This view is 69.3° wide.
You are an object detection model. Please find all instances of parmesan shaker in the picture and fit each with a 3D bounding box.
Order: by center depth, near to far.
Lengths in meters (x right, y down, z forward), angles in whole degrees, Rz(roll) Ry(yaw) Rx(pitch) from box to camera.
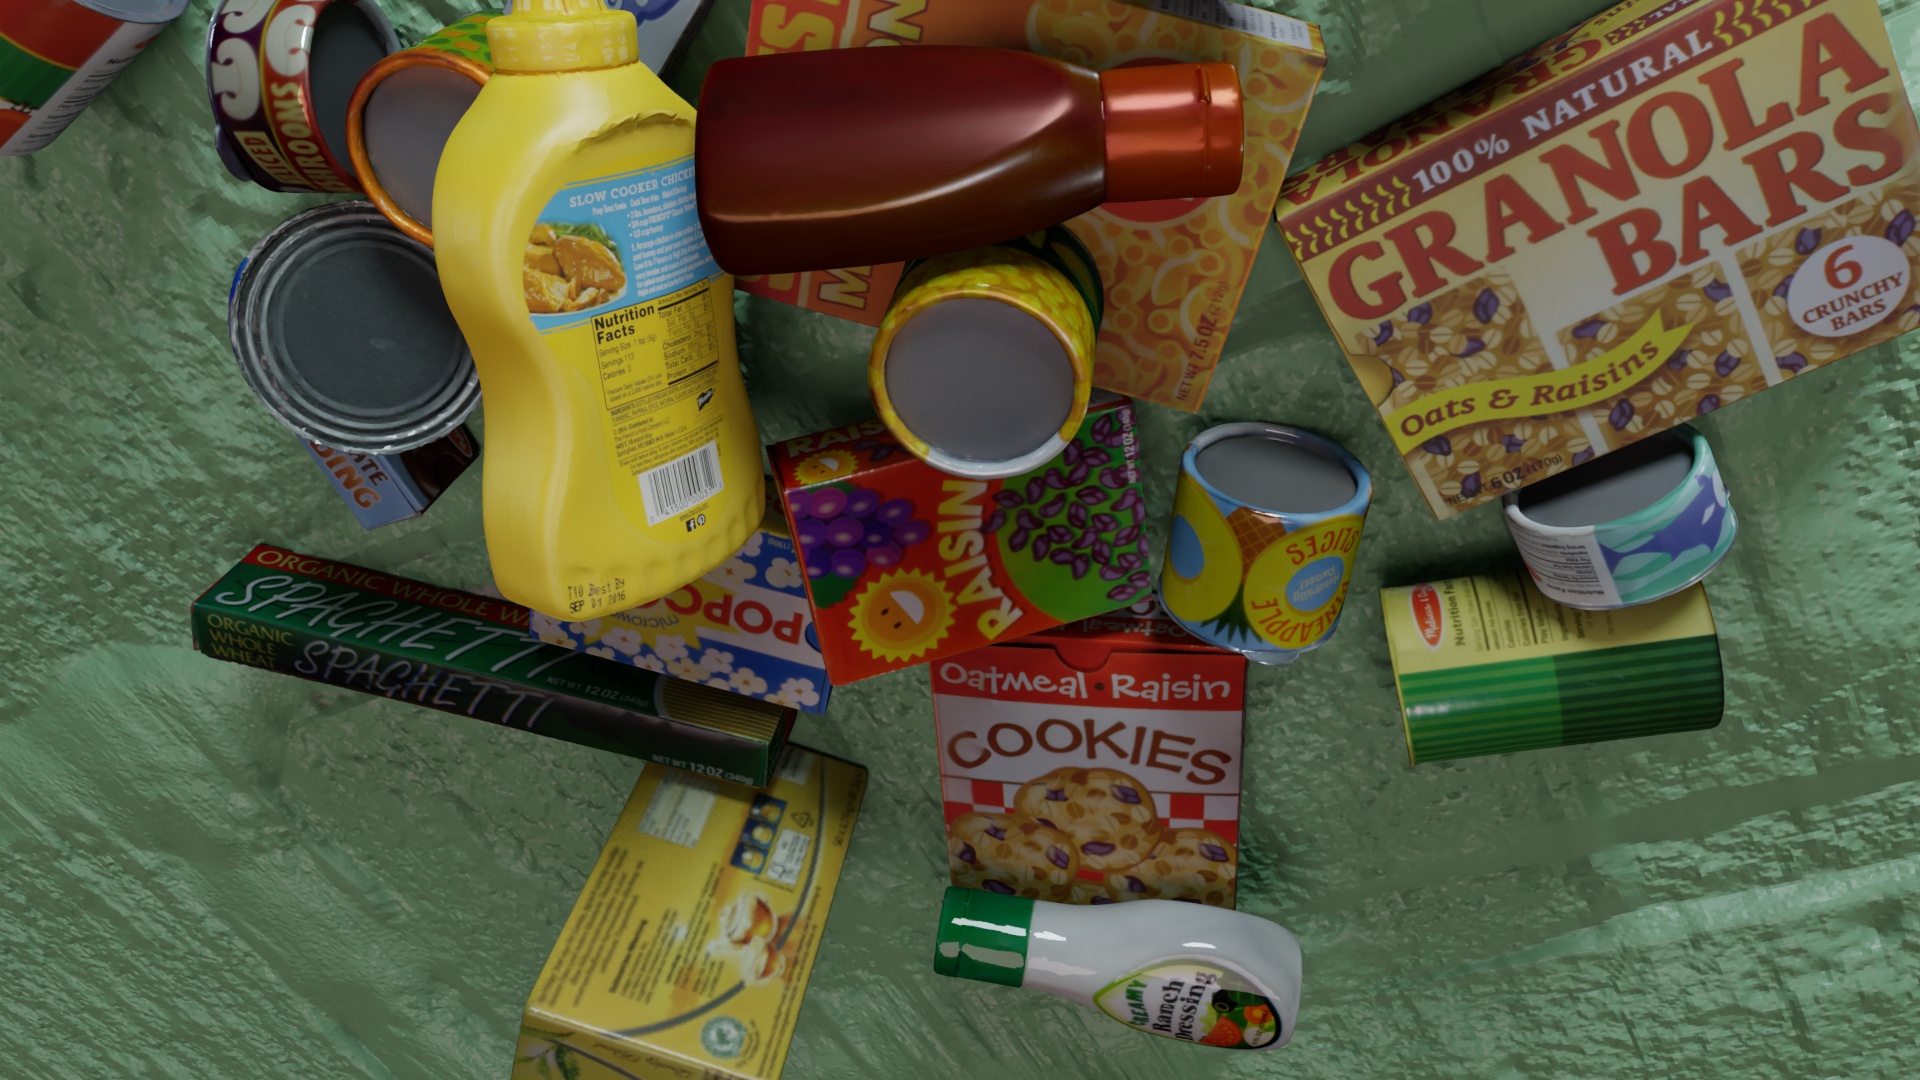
[{"bbox_3d":[0.208,0.044,0.496,0.103,0.072,0.071,-10,121,16],"label":"parmesan shaker"}]

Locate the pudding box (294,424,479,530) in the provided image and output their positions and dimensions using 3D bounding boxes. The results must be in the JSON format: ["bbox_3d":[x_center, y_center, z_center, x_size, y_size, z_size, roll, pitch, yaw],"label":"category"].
[{"bbox_3d":[-0.226,-0.051,0.527,0.030,0.050,0.083,-16,119,22],"label":"pudding box"}]

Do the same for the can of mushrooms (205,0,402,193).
[{"bbox_3d":[-0.210,-0.144,0.451,0.033,0.071,0.070,3,123,7],"label":"can of mushrooms"}]

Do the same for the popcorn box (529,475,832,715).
[{"bbox_3d":[-0.105,0.013,0.554,0.127,0.038,0.084,15,123,1],"label":"popcorn box"}]

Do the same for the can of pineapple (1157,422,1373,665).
[{"bbox_3d":[0.107,-0.001,0.487,0.071,0.071,0.057,8,124,5],"label":"can of pineapple"}]

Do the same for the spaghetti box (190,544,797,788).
[{"bbox_3d":[-0.195,0.052,0.589,0.250,0.050,0.028,13,122,2],"label":"spaghetti box"}]

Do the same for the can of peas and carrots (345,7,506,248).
[{"bbox_3d":[-0.158,-0.135,0.454,0.071,0.059,0.070,5,123,7],"label":"can of peas and carrots"}]

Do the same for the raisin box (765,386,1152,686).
[{"bbox_3d":[0.002,-0.006,0.496,0.123,0.040,0.085,-15,123,-8],"label":"raisin box"}]

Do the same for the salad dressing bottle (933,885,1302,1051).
[{"bbox_3d":[0.064,0.174,0.577,0.148,0.044,0.064,9,127,5],"label":"salad dressing bottle"}]

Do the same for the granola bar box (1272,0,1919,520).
[{"bbox_3d":[0.199,-0.092,0.429,0.165,0.039,0.124,-25,115,24],"label":"granola bar box"}]

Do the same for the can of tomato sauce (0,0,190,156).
[{"bbox_3d":[-0.306,-0.176,0.450,0.083,0.071,0.071,-27,114,26],"label":"can of tomato sauce"}]

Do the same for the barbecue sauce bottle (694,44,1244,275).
[{"bbox_3d":[0.003,-0.111,0.391,0.148,0.065,0.043,-3,154,4],"label":"barbecue sauce bottle"}]

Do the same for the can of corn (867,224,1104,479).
[{"bbox_3d":[0.008,-0.063,0.422,0.071,0.058,0.070,5,125,7],"label":"can of corn"}]

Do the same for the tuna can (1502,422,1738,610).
[{"bbox_3d":[0.220,-0.012,0.462,0.071,0.071,0.032,-22,115,23],"label":"tuna can"}]

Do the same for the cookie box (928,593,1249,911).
[{"bbox_3d":[0.055,0.098,0.579,0.123,0.040,0.166,2,123,10],"label":"cookie box"}]

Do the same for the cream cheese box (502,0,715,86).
[{"bbox_3d":[-0.093,-0.191,0.427,0.053,0.024,0.103,34,122,-14],"label":"cream cheese box"}]

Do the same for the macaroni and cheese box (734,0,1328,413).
[{"bbox_3d":[0.014,-0.121,0.444,0.166,0.040,0.123,15,125,0],"label":"macaroni and cheese box"}]
